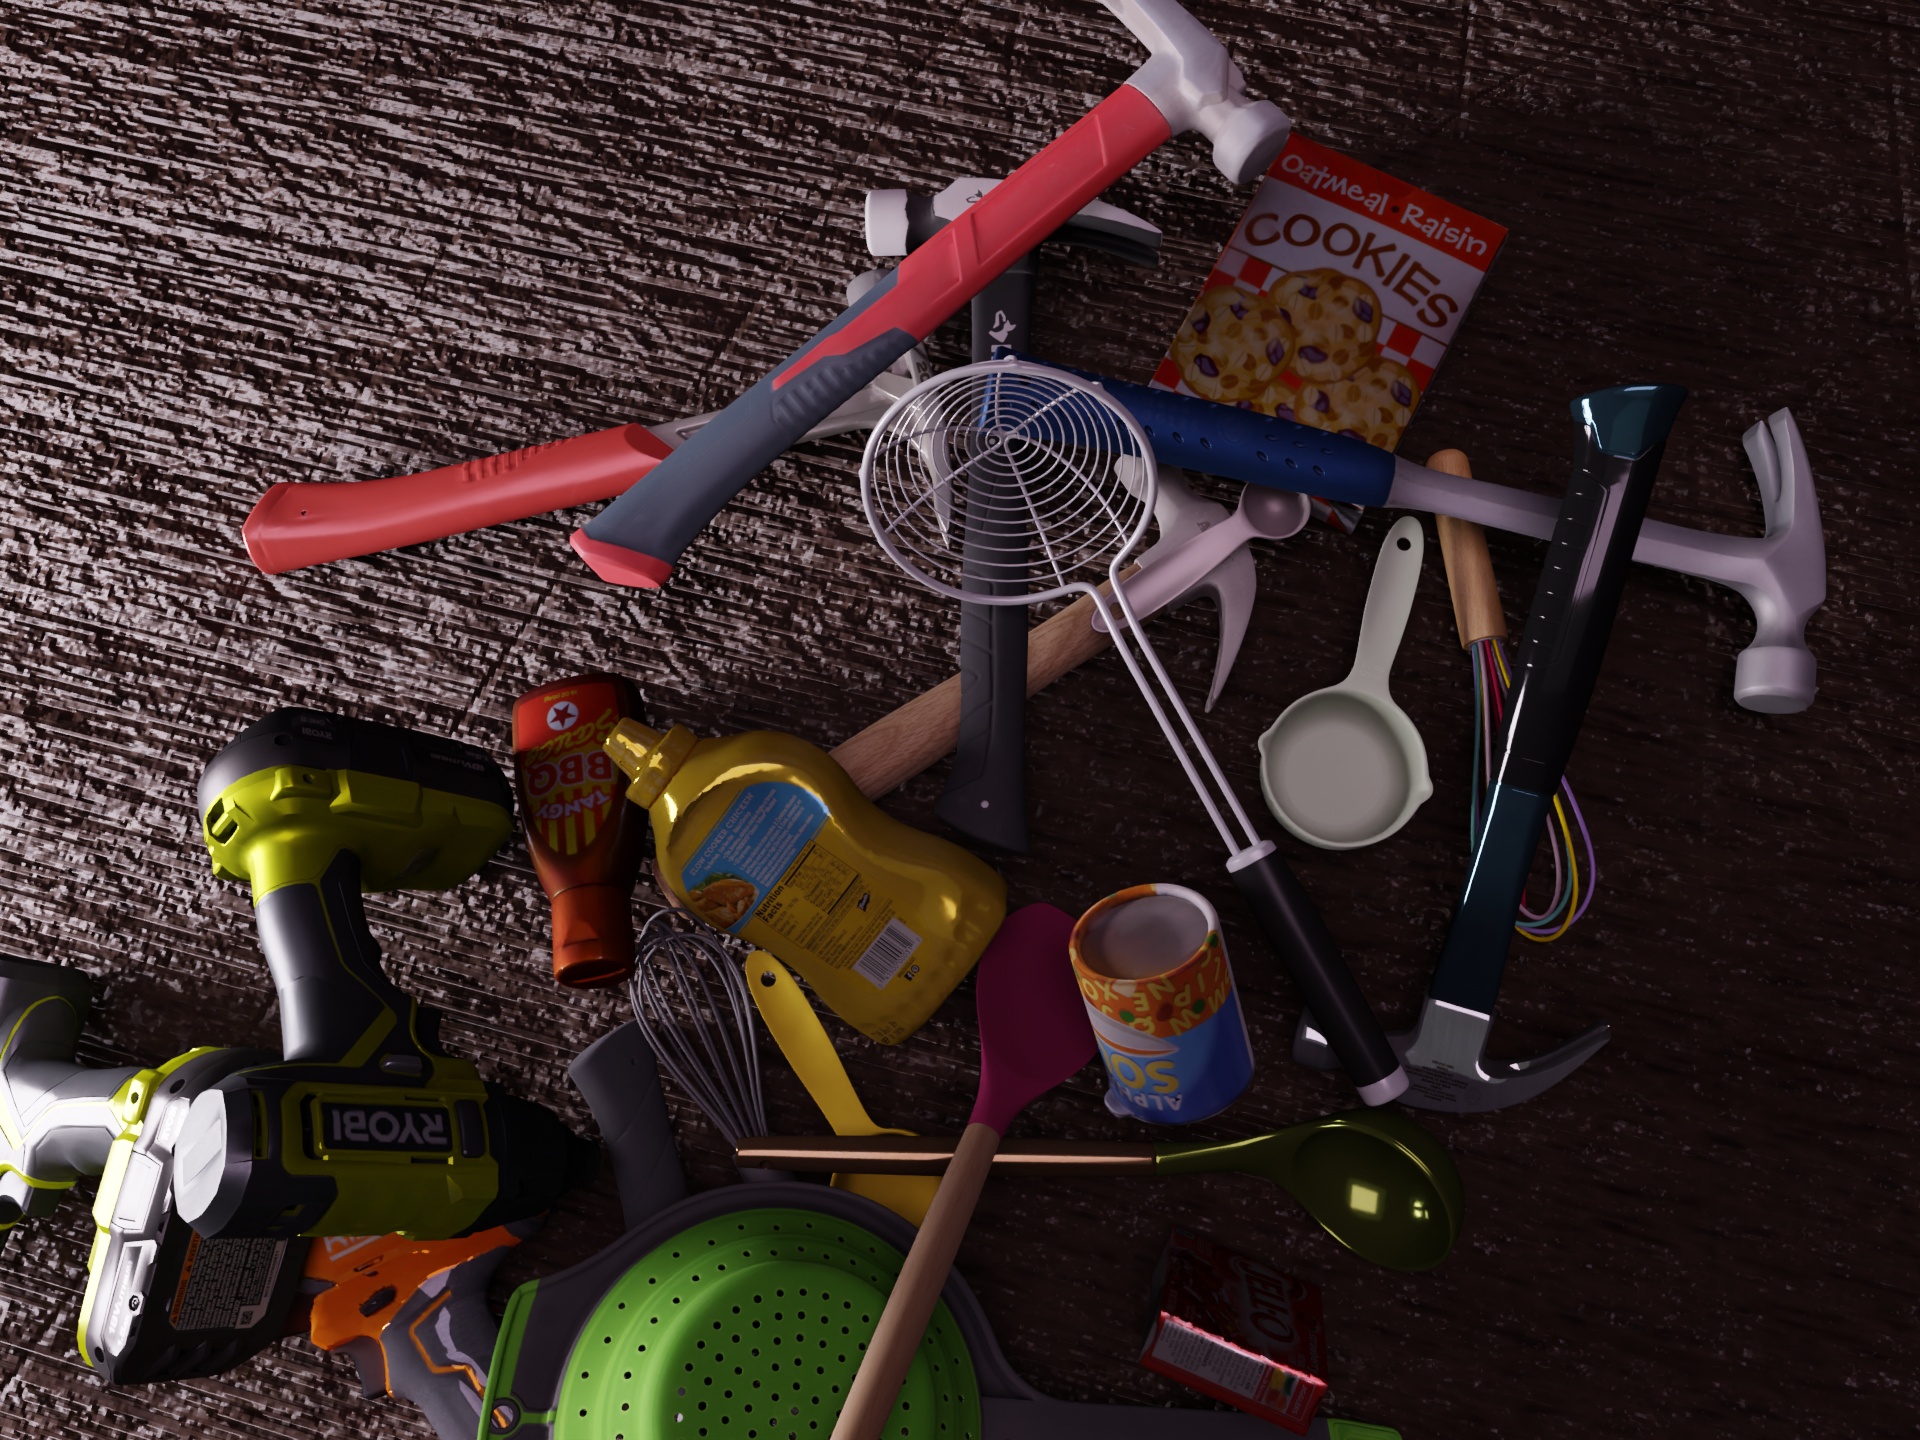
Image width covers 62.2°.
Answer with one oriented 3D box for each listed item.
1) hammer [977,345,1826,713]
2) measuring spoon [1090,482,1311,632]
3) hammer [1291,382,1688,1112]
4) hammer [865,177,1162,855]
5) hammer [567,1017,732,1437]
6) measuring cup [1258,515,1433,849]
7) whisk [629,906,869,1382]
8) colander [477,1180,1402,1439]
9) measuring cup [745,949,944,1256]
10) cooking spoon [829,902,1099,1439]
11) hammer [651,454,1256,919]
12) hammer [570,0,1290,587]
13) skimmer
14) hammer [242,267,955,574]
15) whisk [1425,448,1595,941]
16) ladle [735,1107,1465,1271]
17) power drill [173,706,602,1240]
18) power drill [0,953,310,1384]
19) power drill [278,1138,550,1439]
[{"bbox_3d":[0.210,-0.115,0.744,0.405,0.035,0.144,12,76,-4],"label":"hammer"},{"bbox_3d":[0.114,-0.078,0.766,0.124,0.018,0.034,-34,85,-4],"label":"measuring spoon"},{"bbox_3d":[0.248,0.015,0.694,0.128,0.033,0.331,16,100,17],"label":"hammer"},{"bbox_3d":[0.023,-0.102,0.764,0.146,0.035,0.335,1,78,4],"label":"hammer"},{"bbox_3d":[-0.098,0.326,0.690,0.036,0.149,0.409,-38,63,41],"label":"hammer"},{"bbox_3d":[0.194,-0.017,0.767,0.083,0.038,0.168,17,78,7],"label":"measuring cup"},{"bbox_3d":[-0.093,0.197,0.738,0.055,0.055,0.239,-27,82,-2],"label":"whisk"},{"bbox_3d":[0.009,0.288,0.641,0.397,0.094,0.205,8,60,-10],"label":"colander"},{"bbox_3d":[-0.057,0.176,0.745,0.062,0.029,0.156,-31,78,-5],"label":"measuring cup"},{"bbox_3d":[0.000,0.189,0.650,0.068,0.017,0.319,34,42,-3],"label":"cooking spoon"},{"bbox_3d":[-0.001,-0.002,0.779,0.331,0.031,0.130,-33,77,-3],"label":"hammer"},{"bbox_3d":[-0.035,-0.207,0.753,0.386,0.038,0.143,-40,77,-4],"label":"hammer"},{"bbox_3d":[0.086,0.013,0.682,0.127,0.090,0.363,-31,87,28],"label":"skimmer"},{"bbox_3d":[-0.185,-0.122,0.815,0.359,0.036,0.149,-13,77,1],"label":"hammer"},{"bbox_3d":[0.252,-0.015,0.762,0.051,0.047,0.245,-8,73,4],"label":"whisk"},{"bbox_3d":[0.060,0.203,0.701,0.320,0.078,0.062,1,34,-1],"label":"ladle"},{"bbox_3d":[-0.247,0.113,0.693,0.080,0.171,0.223,-41,52,30],"label":"power drill"},{"bbox_3d":[-0.400,0.214,0.712,0.228,0.080,0.191,5,77,28],"label":"power drill"},{"bbox_3d":[-0.239,0.310,0.707,0.164,0.084,0.227,-25,74,0],"label":"power drill"}]
